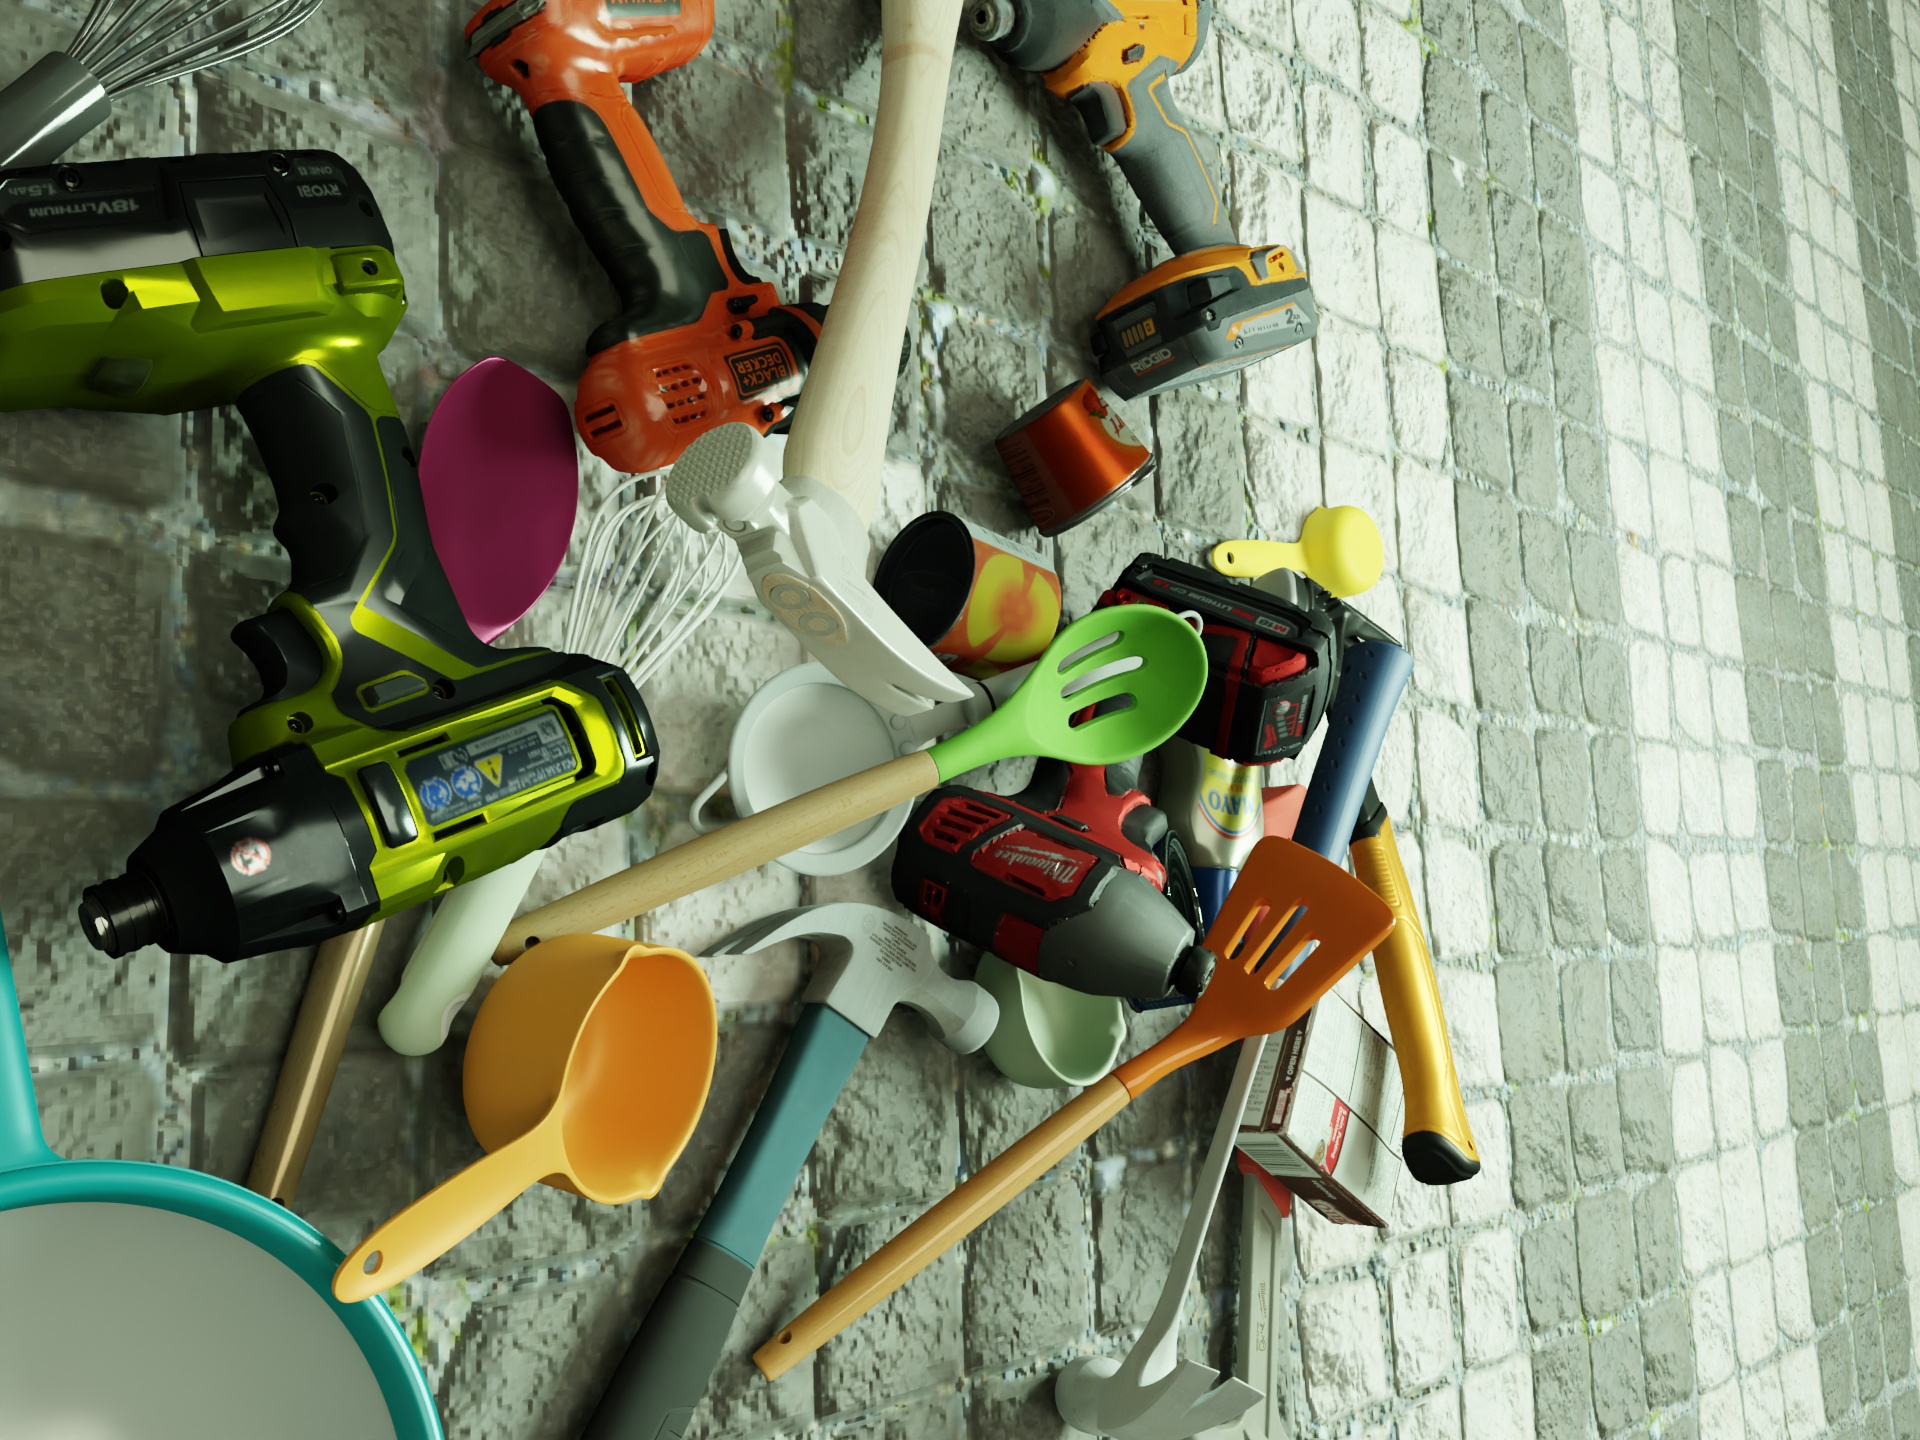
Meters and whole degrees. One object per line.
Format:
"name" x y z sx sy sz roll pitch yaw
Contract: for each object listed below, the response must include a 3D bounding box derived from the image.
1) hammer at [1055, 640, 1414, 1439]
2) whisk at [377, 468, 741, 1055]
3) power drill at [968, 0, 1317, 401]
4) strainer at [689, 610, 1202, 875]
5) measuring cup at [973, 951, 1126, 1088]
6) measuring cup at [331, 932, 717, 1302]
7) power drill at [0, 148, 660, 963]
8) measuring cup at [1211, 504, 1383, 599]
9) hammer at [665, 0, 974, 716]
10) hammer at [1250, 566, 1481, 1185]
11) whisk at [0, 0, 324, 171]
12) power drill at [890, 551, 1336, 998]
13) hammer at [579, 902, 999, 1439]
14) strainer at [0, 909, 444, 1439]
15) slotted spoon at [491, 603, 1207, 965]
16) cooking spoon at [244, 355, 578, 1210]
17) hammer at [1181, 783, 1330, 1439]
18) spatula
"hammer" 0.148 0.134 0.750 0.035 0.144 0.406 27 66 -6
"whisk" -0.144 0.006 0.577 0.059 0.057 0.246 23 64 -2
"power drill" 0.091 -0.290 0.833 0.164 0.084 0.226 -23 95 -43
"strainer" -0.001 -0.002 0.677 0.258 0.050 0.087 -20 100 -23
"measuring cup" 0.041 0.093 0.752 0.083 0.038 0.168 36 47 -38
"measuring cup" -0.149 0.129 0.515 0.173 0.052 0.095 -30 124 -57
"power drill" -0.206 -0.047 0.476 0.171 0.080 0.223 -25 91 -44
"measuring cup" 0.202 -0.099 0.938 0.156 0.029 0.062 -8 88 -46
"hammer" -0.026 -0.197 0.670 0.146 0.038 0.411 46 40 -42
"hammer" 0.230 0.080 0.866 0.127 0.034 0.337 22 52 -43
"whisk" -0.272 -0.196 0.489 0.055 0.055 0.239 47 57 -28
"power drill" 0.082 0.029 0.721 0.220 0.143 0.078 -50 153 -36
"hammer" -0.094 0.213 0.592 0.128 0.033 0.331 43 57 -26
"strainer" -0.261 0.165 0.411 0.211 0.095 0.340 -2 72 -53
"slotted spoon" -0.035 0.026 0.626 0.313 0.031 0.070 -23 115 -24
"cooking spoon" -0.191 0.017 0.546 0.068 0.017 0.319 33 61 -46
"hammer" 0.169 0.213 0.847 0.149 0.037 0.359 17 71 -41
"spatula" 0.047 0.163 0.669 0.322 0.081 0.041 -33 132 -20
